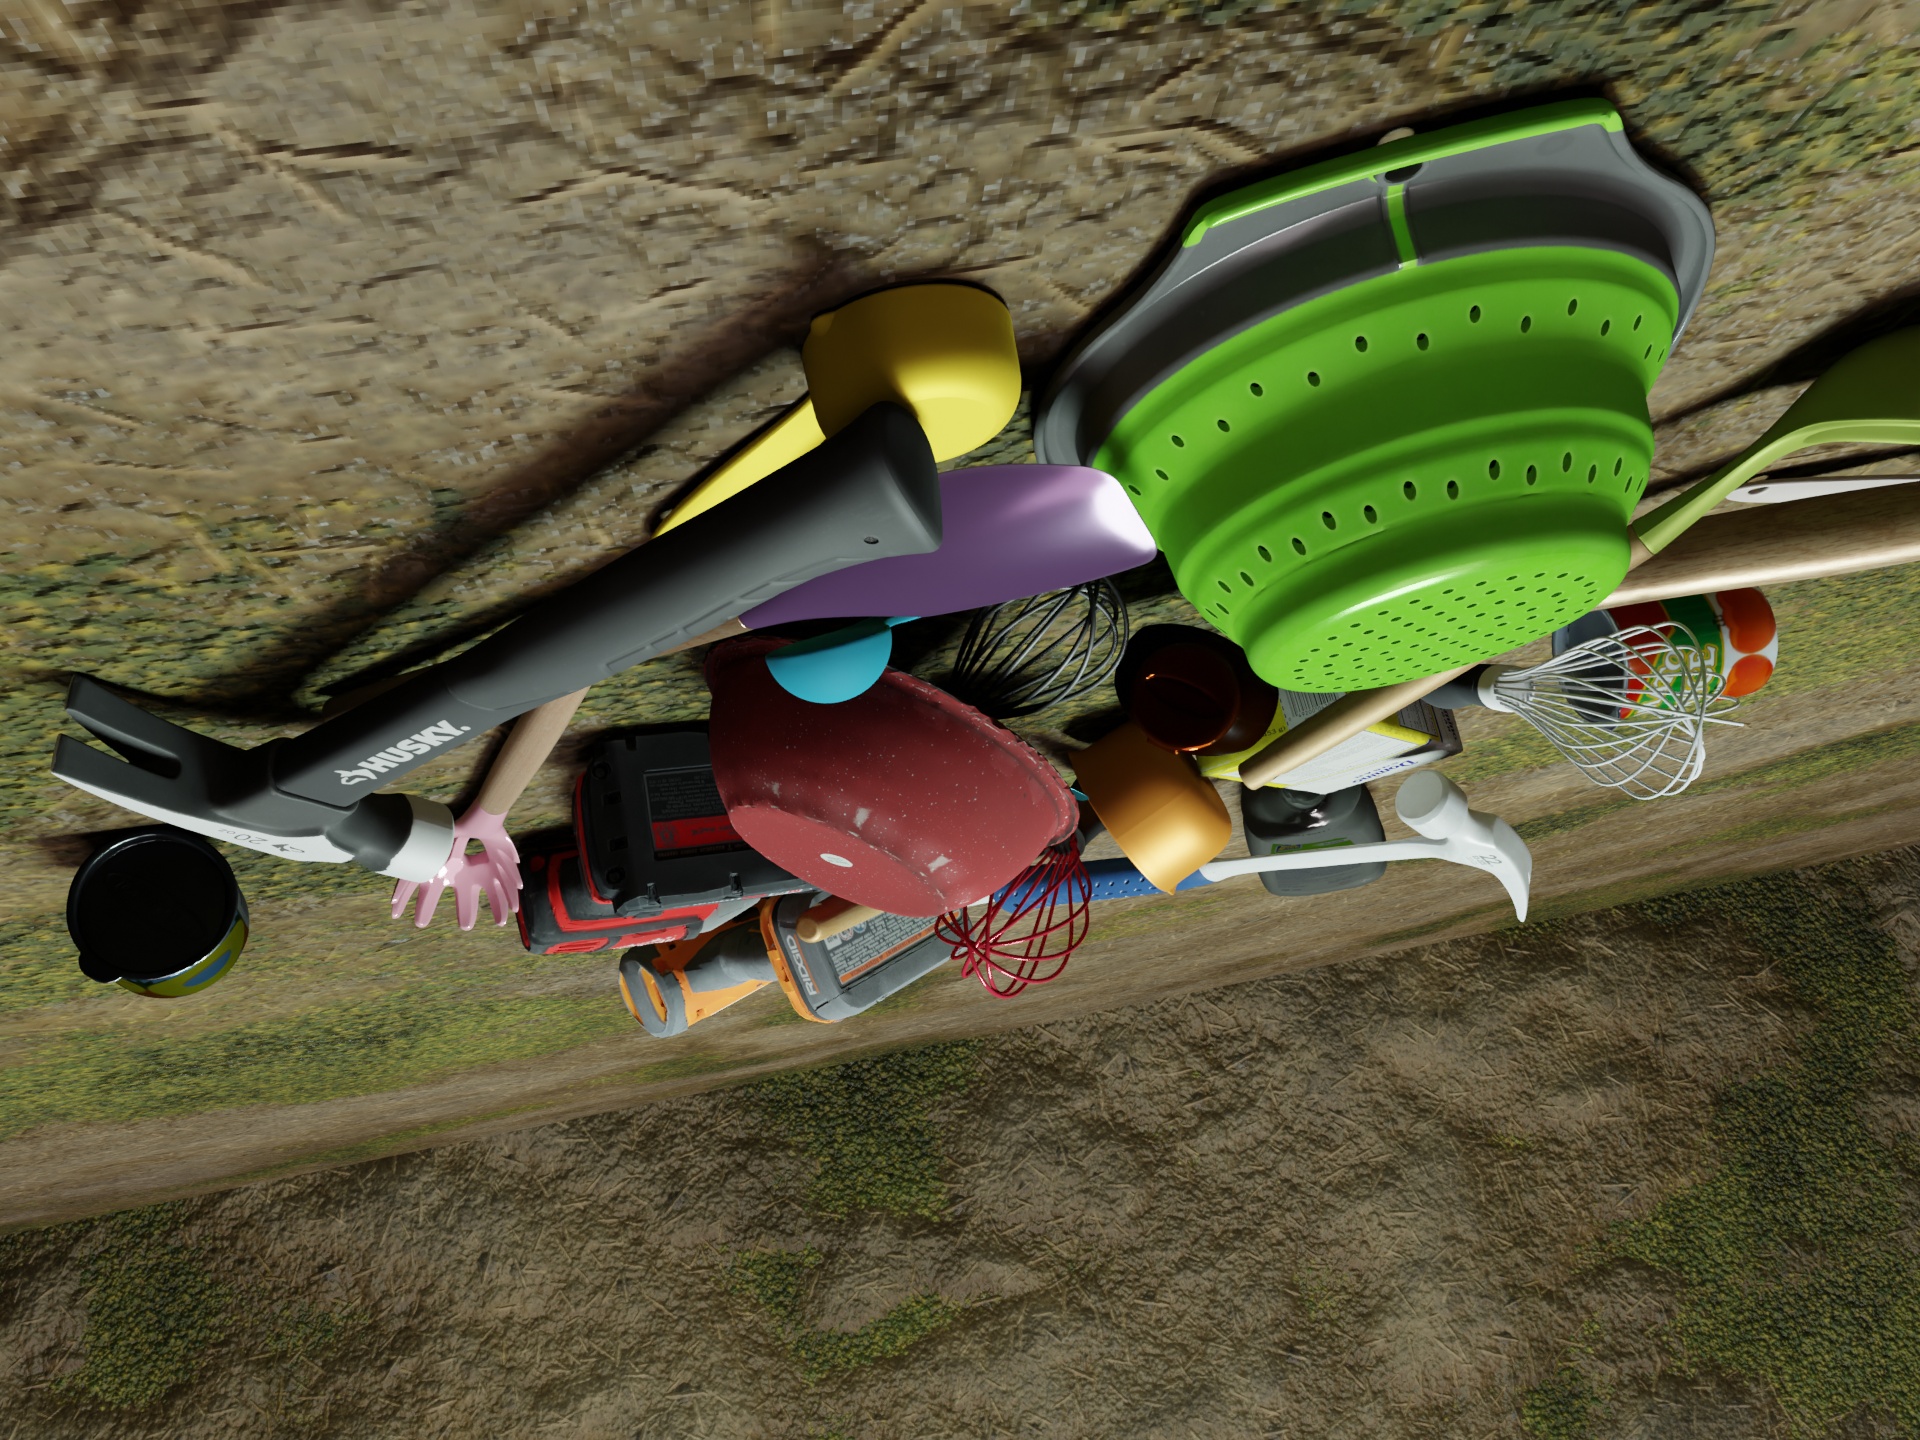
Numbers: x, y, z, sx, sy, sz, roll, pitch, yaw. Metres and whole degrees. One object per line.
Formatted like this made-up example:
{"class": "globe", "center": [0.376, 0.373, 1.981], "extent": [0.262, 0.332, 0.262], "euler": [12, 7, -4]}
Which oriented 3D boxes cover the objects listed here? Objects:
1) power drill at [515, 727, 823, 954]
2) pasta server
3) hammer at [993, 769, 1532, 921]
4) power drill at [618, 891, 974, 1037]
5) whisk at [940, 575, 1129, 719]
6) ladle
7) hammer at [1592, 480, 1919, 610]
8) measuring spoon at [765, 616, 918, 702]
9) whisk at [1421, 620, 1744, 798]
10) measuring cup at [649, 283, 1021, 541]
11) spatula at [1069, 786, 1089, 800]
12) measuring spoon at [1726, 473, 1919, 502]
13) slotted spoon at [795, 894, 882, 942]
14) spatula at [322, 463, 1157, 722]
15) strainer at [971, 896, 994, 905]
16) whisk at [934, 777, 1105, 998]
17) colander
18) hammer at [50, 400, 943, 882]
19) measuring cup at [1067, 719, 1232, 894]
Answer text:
{"class": "power drill", "center": [-0.137, 0.068, 0.792], "extent": [0.143, 0.079, 0.219], "euler": [-5, 166, -24]}
{"class": "pasta server", "center": [-0.196, 0.033, 0.688], "extent": [0.060, 0.040, 0.316], "euler": [8, 156, -25]}
{"class": "hammer", "center": [0.176, 0.099, 1.043], "extent": [0.144, 0.035, 0.405], "euler": [32, 151, -34]}
{"class": "power drill", "center": [-0.095, 0.131, 0.991], "extent": [0.164, 0.084, 0.226], "euler": [-25, -176, -40]}
{"class": "whisk", "center": [0.000, -0.002, 0.657], "extent": [0.055, 0.055, 0.239], "euler": [-4, 159, -28]}
{"class": "ladle", "center": [0.244, -0.045, 0.610], "extent": [0.320, 0.062, 0.078], "euler": [-35, 166, 29]}
{"class": "hammer", "center": [0.379, -0.081, 0.623], "extent": [0.331, 0.130, 0.031], "euler": [-8, 168, 27]}
{"class": "measuring spoon", "center": [-0.021, -0.027, 0.556], "extent": [0.042, 0.021, 0.128], "euler": [-7, -170, 30]}
{"class": "whisk", "center": [0.263, -0.014, 0.726], "extent": [0.070, 0.070, 0.284], "euler": [-11, -174, -3]}
{"class": "measuring cup", "center": [-0.043, -0.070, 0.452], "extent": [0.062, 0.029, 0.156], "euler": [3, 157, -43]}
{"class": "spatula", "center": [-0.057, 0.051, 0.844], "extent": [0.082, 0.044, 0.317], "euler": [26, 148, -27]}
{"class": "measuring spoon", "center": [0.390, -0.108, 0.689], "extent": [0.124, 0.018, 0.034], "euler": [-4, 164, -3]}
{"class": "slotted spoon", "center": [-0.015, 0.073, 0.805], "extent": [0.070, 0.031, 0.313], "euler": [-21, 178, 19]}
{"class": "spatula", "center": [-0.091, -0.032, 0.512], "extent": [0.316, 0.018, 0.059], "euler": [-12, 143, 26]}
{"class": "strainer", "center": [-0.021, 0.134, 1.176], "extent": [0.258, 0.050, 0.086], "euler": [-7, 149, -30]}
{"class": "whisk", "center": [0.048, 0.067, 0.816], "extent": [0.073, 0.073, 0.296], "euler": [-18, -173, 19]}
{"class": "colander", "center": [0.143, -0.048, 0.551], "extent": [0.204, 0.095, 0.396], "euler": [-14, 164, 5]}
{"class": "hammer", "center": [-0.138, -0.017, 0.481], "extent": [0.335, 0.035, 0.146], "euler": [-21, 149, 36]}
{"class": "measuring cup", "center": [0.113, 0.034, 0.886], "extent": [0.052, 0.095, 0.173], "euler": [-36, 180, 14]}
